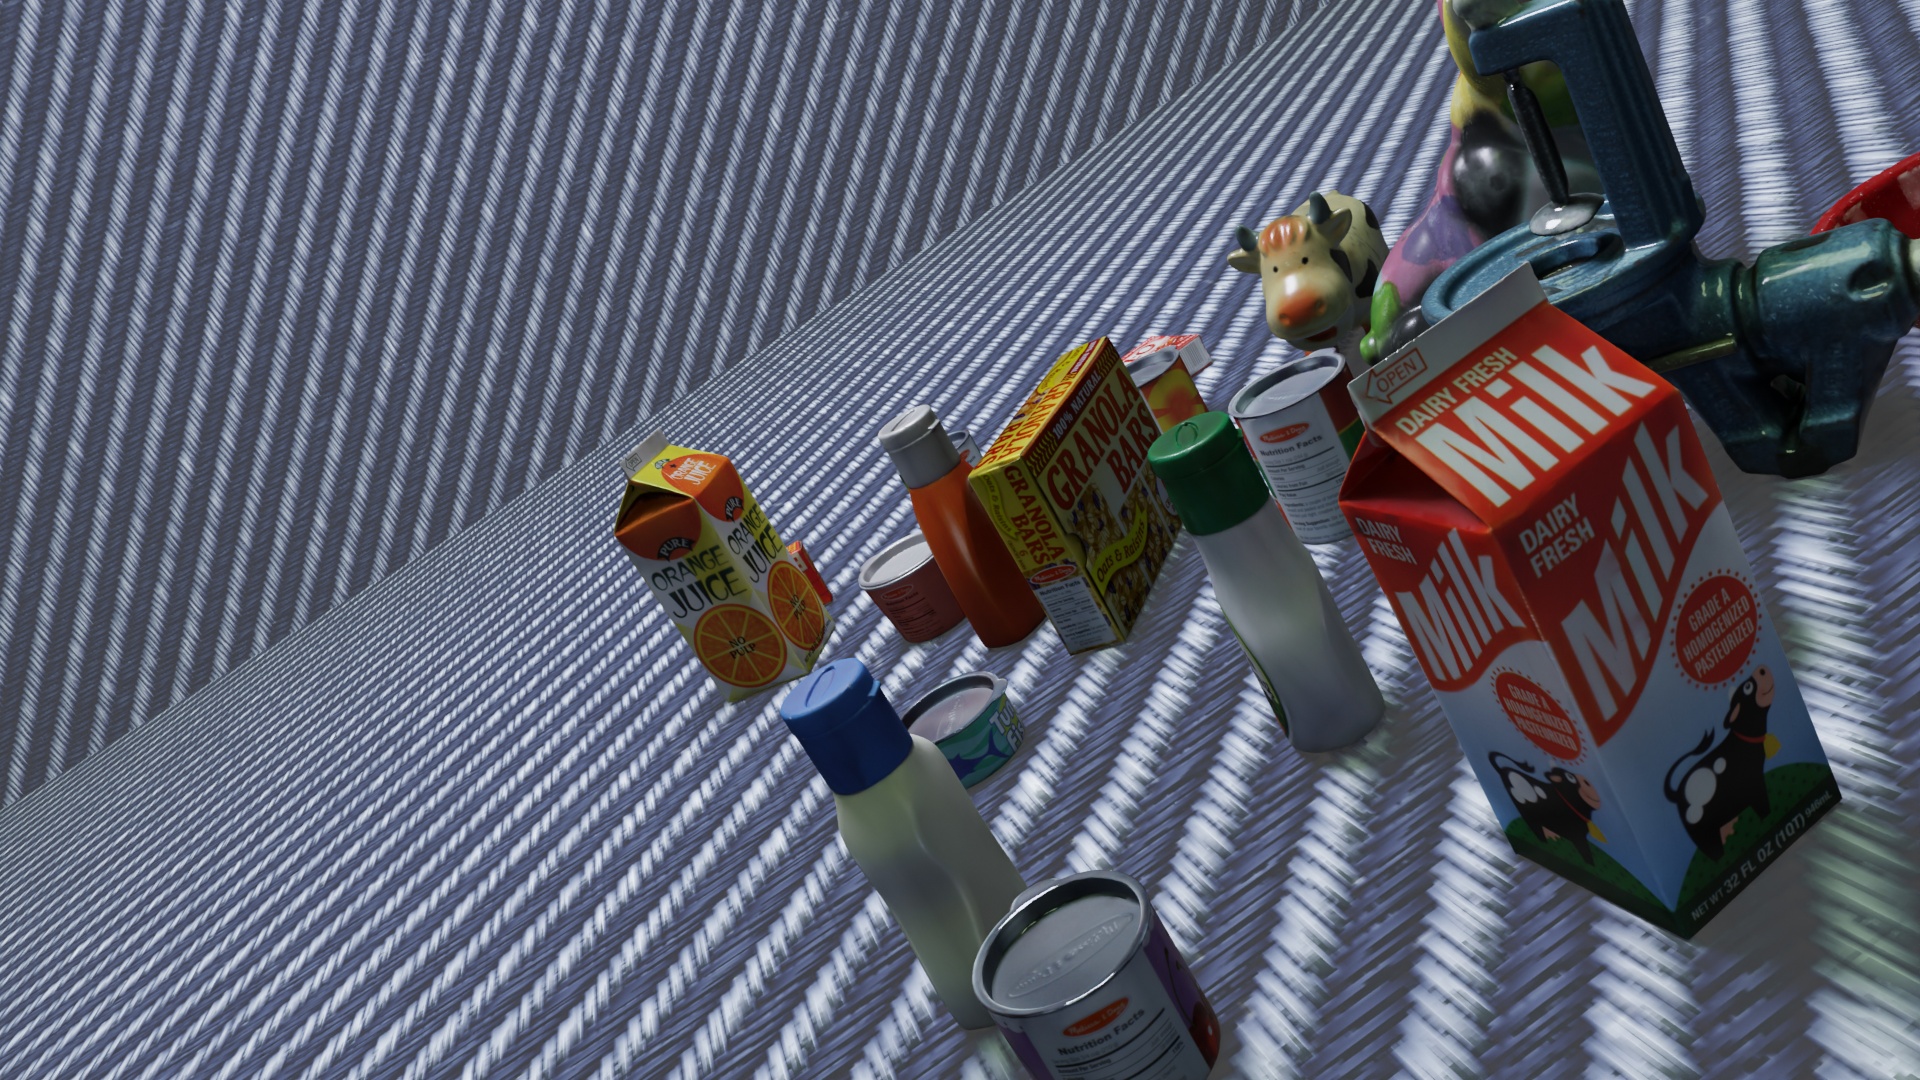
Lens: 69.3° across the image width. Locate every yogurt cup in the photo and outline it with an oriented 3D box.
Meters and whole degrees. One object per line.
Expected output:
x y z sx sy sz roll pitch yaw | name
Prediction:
-0.026 0.031 0.926 0.072 0.054 0.072 -27 18 10 | yogurt cup

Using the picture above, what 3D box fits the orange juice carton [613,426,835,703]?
-0.175 0.012 0.985 0.073 0.192 0.072 -23 19 22 | orange juice carton

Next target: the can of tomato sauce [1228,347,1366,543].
0.194 -0.051 0.753 0.071 0.083 0.071 -27 18 10 | can of tomato sauce

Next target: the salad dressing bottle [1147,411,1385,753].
0.125 0.018 0.571 0.044 0.147 0.064 -26 18 16 | salad dressing bottle

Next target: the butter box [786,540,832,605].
-0.157 0.048 1.088 0.103 0.053 0.024 -29 17 4 | butter box

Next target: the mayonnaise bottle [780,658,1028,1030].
-0.016 0.114 0.533 0.041 0.147 0.065 -24 19 21 | mayonnaise bottle

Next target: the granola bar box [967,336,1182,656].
0.077 -0.031 0.815 0.039 0.124 0.166 -19 21 33 | granola bar box

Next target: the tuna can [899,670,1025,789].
0.001 0.100 0.731 0.071 0.032 0.071 -27 18 10 | tuna can

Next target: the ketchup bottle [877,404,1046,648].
0.003 -0.011 0.838 0.043 0.148 0.065 -17 22 36 | ketchup bottle

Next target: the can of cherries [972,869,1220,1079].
0.046 0.155 0.471 0.071 0.058 0.072 -27 18 10 | can of cherries

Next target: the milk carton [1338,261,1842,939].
0.181 0.016 0.417 0.072 0.190 0.073 -34 18 -12 | milk carton

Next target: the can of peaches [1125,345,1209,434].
0.142 -0.099 1.004 0.071 0.058 0.071 -27 18 10 | can of peaches

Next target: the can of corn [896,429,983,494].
-0.009 -0.047 1.102 0.071 0.058 0.071 -27 18 10 | can of corn
